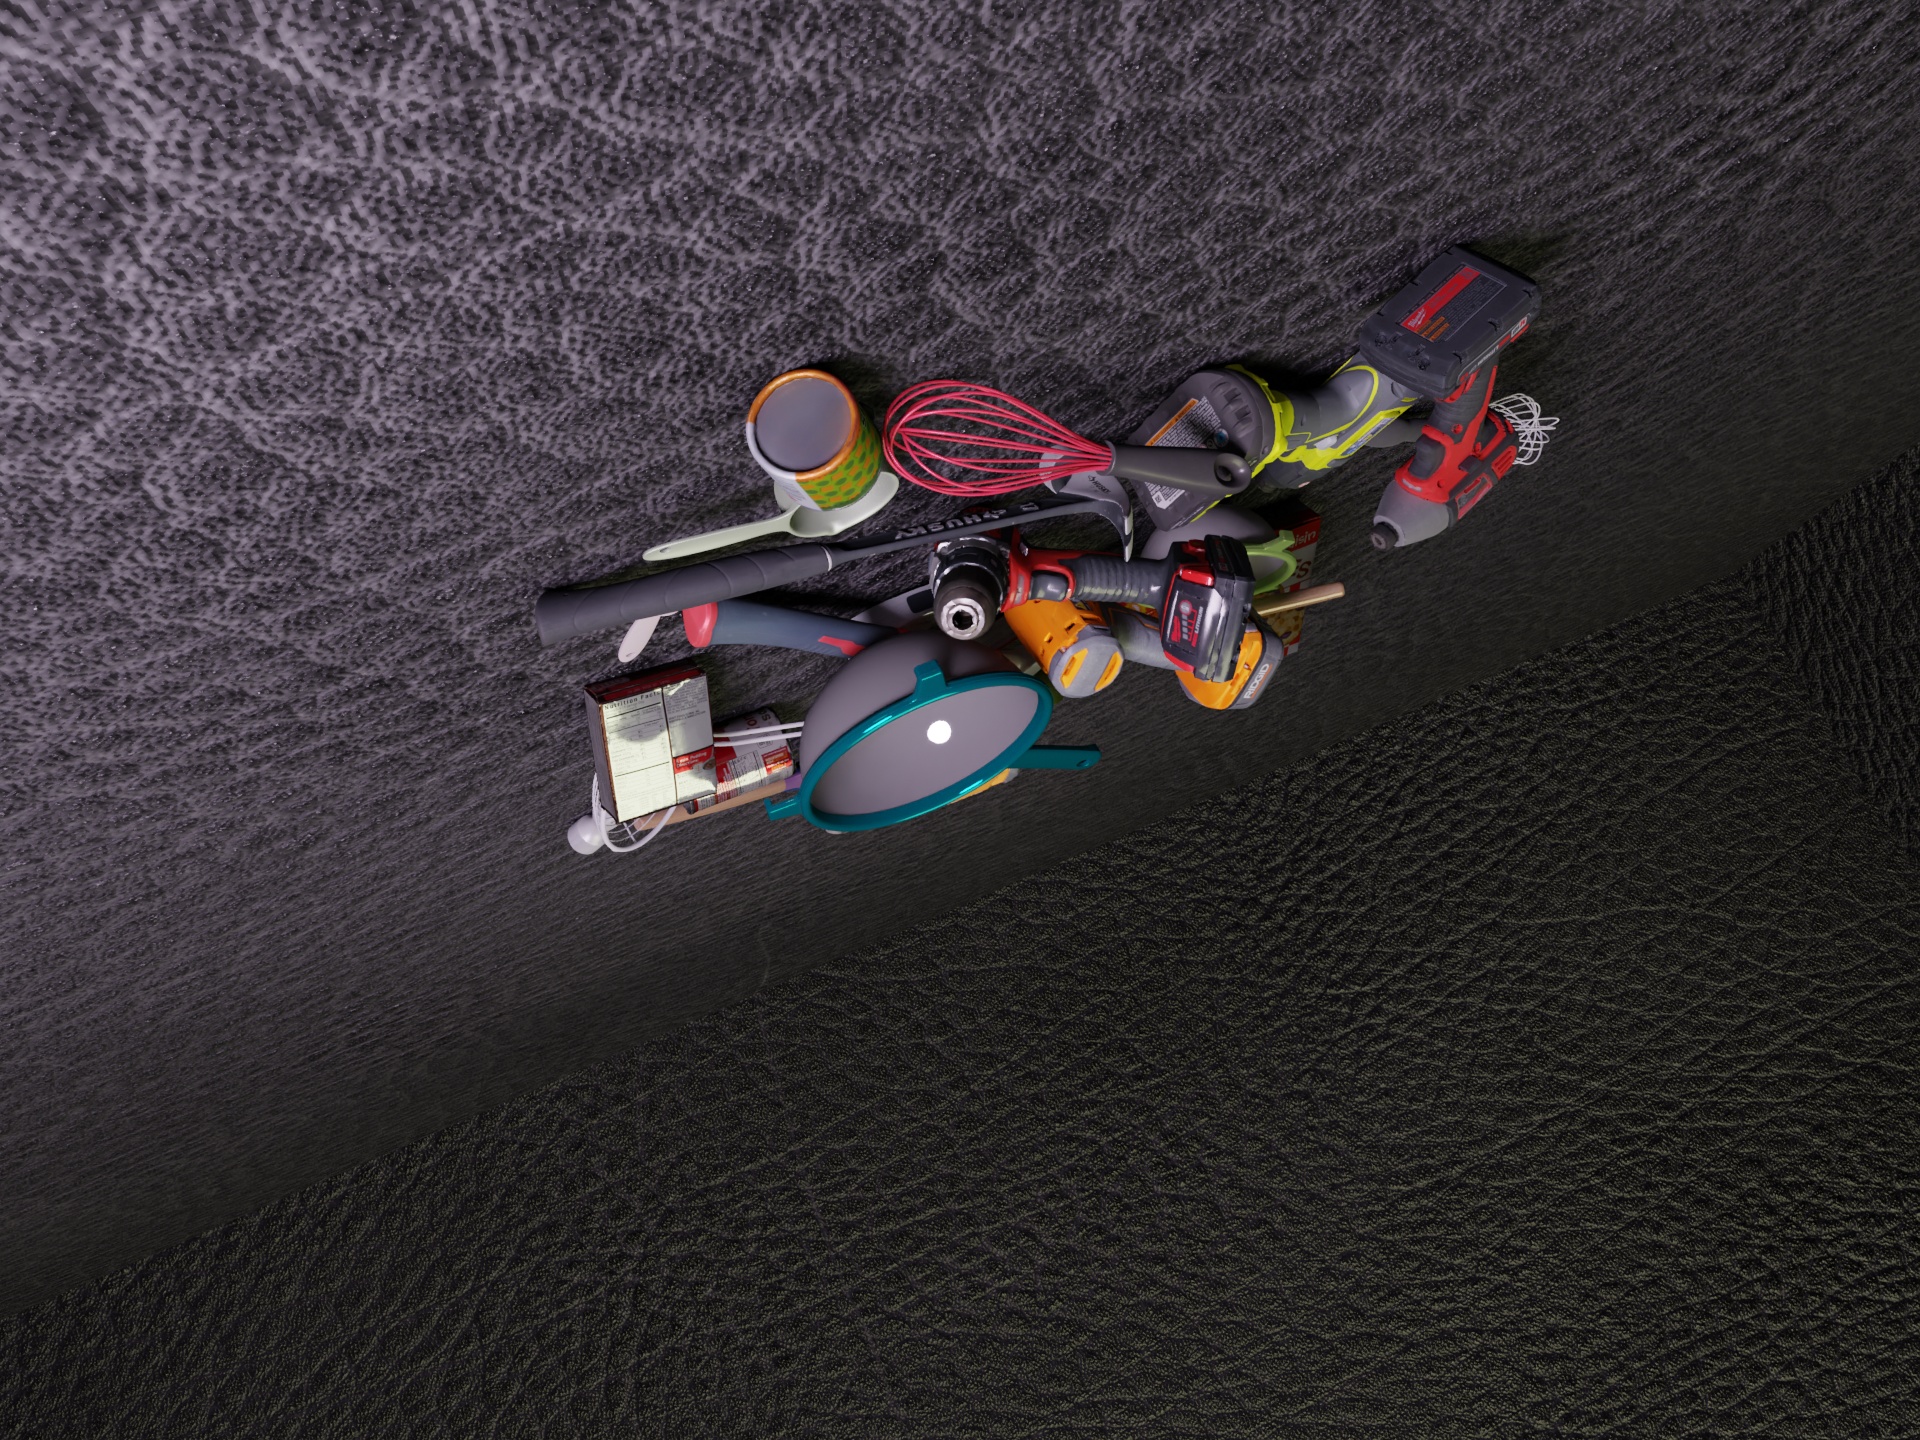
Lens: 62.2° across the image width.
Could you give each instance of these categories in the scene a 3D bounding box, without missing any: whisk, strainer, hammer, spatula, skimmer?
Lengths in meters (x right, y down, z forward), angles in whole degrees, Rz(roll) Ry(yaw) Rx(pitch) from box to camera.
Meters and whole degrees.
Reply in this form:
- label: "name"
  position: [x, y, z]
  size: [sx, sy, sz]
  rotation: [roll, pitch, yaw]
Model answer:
- label: "whisk"
  position: [0.078, -0.173, 1.031]
  size: [0.295, 0.073, 0.073]
  rotation: [1, 154, -33]
- label: "strainer"
  position: [0.170, -0.147, 1.436]
  size: [0.256, 0.069, 0.151]
  rotation: [-8, 167, 4]
- label: "hammer"
  position: [-0.197, 0.064, 1.622]
  size: [0.144, 0.035, 0.405]
  rotation: [-35, 163, 38]
- label: "spatula"
  position: [-0.189, 0.065, 1.530]
  size: [0.316, 0.018, 0.059]
  rotation: [-15, 157, -51]
- label: "strainer"
  position: [-0.002, -0.004, 1.276]
  size: [0.211, 0.095, 0.340]
  rotation: [-40, 155, 29]
- label: "skimmer"
  position: [-0.139, 0.028, 1.365]
  size: [0.363, 0.090, 0.127]
  rotation: [-9, 131, -22]
- label: "hammer"
  position: [-0.076, -0.109, 1.054]
  size: [0.409, 0.149, 0.036]
  rotation: [-15, 121, -15]
- label: "whisk"
  position: [0.457, -0.269, 1.466]
  size: [0.284, 0.070, 0.070]
  rotation: [-8, 159, -37]
- label: "hammer"
  position: [-0.081, -0.038, 1.441]
  size: [0.128, 0.033, 0.331]
  rotation: [-18, 165, -27]
- label: "hammer"
  position: [-0.057, -0.070, 1.248]
  size: [0.143, 0.038, 0.386]
  rotation: [-40, 153, 27]

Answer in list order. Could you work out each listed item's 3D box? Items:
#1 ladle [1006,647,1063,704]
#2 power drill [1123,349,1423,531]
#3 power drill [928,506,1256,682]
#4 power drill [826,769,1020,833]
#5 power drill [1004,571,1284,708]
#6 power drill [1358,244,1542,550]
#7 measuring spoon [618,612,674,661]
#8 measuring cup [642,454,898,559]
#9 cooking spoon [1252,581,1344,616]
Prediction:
- label: "ladle"
  position: [0.013, -0.012, 1.578]
  size: [0.078, 0.062, 0.320]
  rotation: [-1, 168, -22]
- label: "power drill"
  position: [0.237, -0.217, 1.229]
  size: [0.223, 0.080, 0.171]
  rotation: [-18, 164, -39]
- label: "power drill"
  position: [0.087, -0.089, 1.123]
  size: [0.226, 0.080, 0.188]
  rotation: [9, -157, 1]
- label: "power drill"
  position: [-0.059, 0.055, 1.477]
  size: [0.185, 0.084, 0.226]
  rotation: [-21, -176, -14]
- label: "power drill"
  position: [0.136, -0.084, 1.302]
  size: [0.226, 0.164, 0.084]
  rotation: [4, 127, -34]
- label: "power drill"
  position: [0.357, -0.226, 1.181]
  size: [0.143, 0.079, 0.219]
  rotation: [-42, 148, -13]
- label: "measuring spoon"
  position: [-0.220, -0.064, 1.129]
  size: [0.034, 0.018, 0.124]
  rotation: [-16, 165, -32]
- label: "measuring cup"
  position: [-0.121, -0.137, 0.988]
  size: [0.167, 0.038, 0.083]
  rotation: [-18, 165, -17]
- label: "cooking spoon"
  position: [0.203, -0.089, 1.507]
  size: [0.319, 0.017, 0.068]
  rotation: [-13, 171, 11]
